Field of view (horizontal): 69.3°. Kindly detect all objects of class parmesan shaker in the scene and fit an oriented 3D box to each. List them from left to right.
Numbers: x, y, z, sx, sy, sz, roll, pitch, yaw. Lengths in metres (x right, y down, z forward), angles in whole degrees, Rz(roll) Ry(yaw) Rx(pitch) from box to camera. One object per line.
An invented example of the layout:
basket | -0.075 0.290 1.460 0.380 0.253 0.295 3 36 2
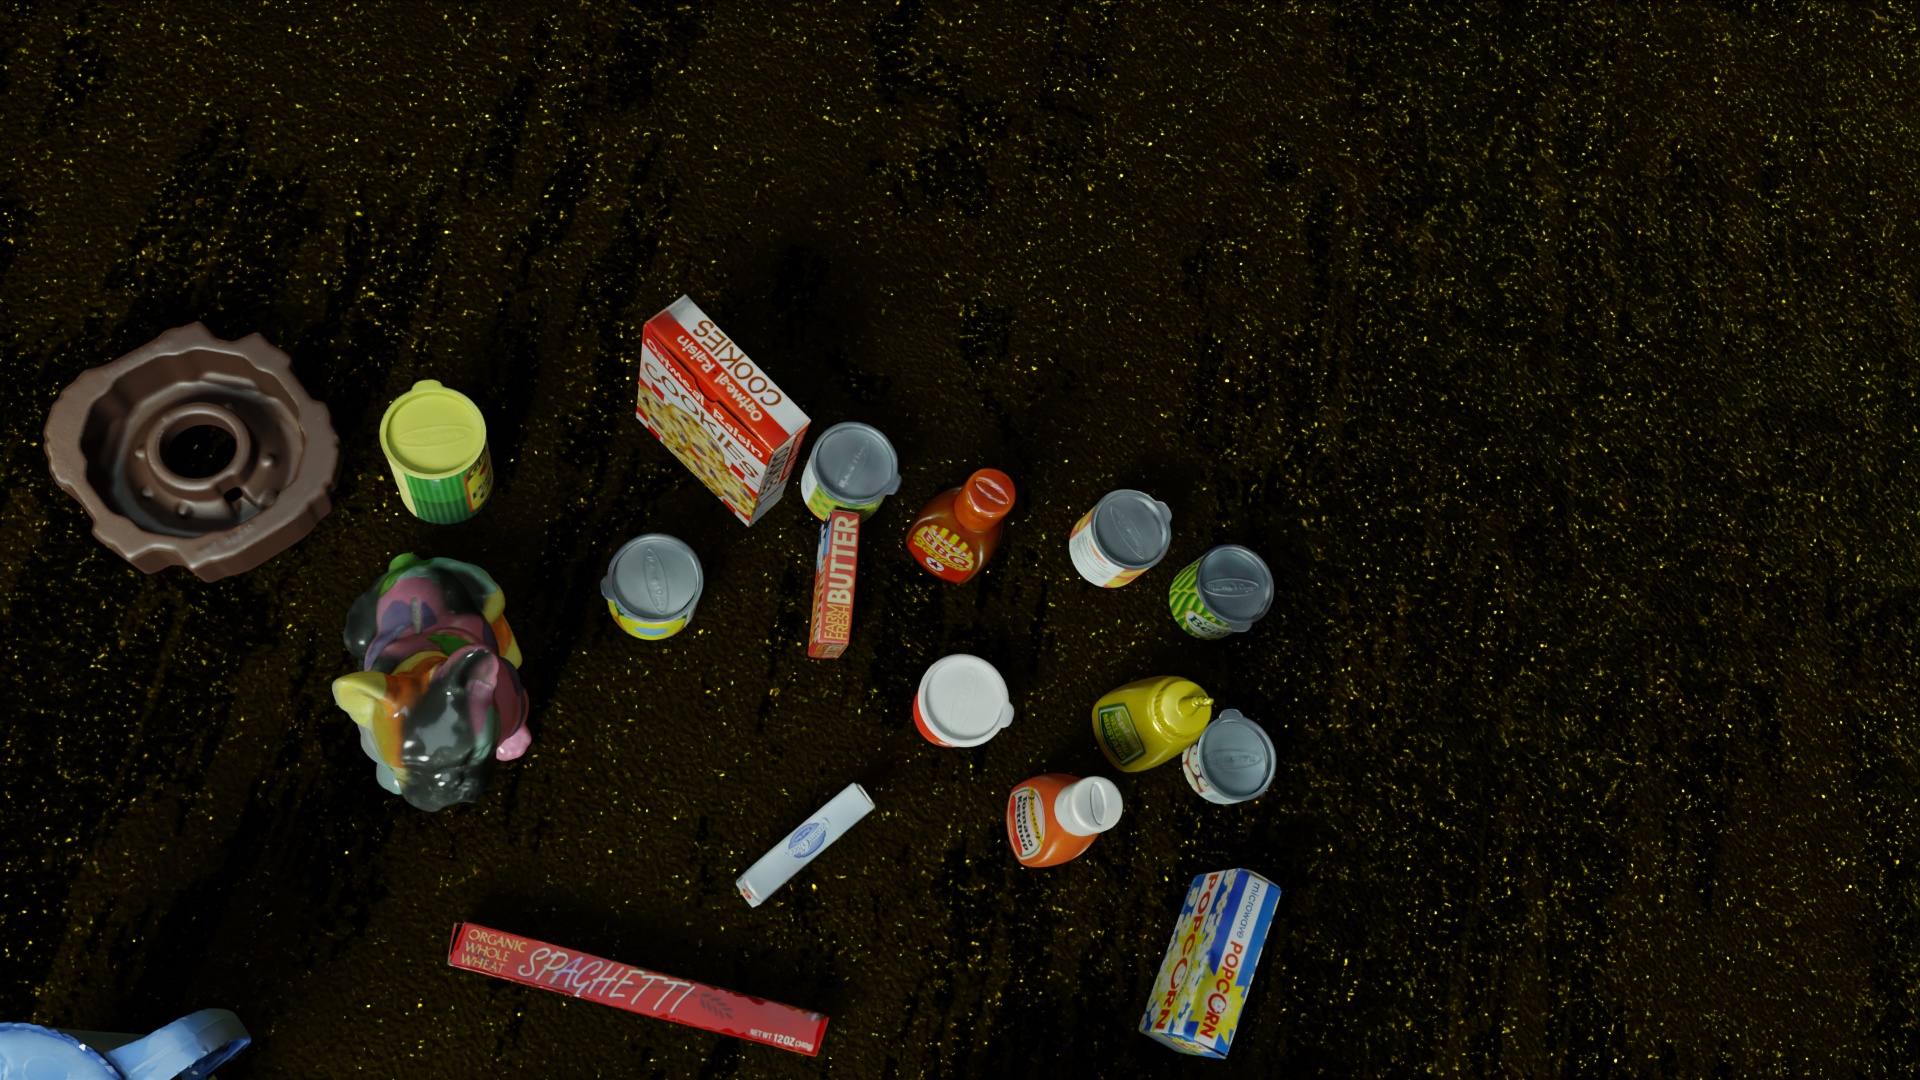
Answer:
parmesan shaker | -0.363 -0.060 0.969 0.071 0.102 0.071 4 72 -14

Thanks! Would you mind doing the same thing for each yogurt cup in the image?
yogurt cup | -0.003 0.123 1.033 0.072 0.053 0.072 4 72 -14

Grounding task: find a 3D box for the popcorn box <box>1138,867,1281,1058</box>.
popcorn box | 0.181 0.304 1.006 0.038 0.085 0.127 28 68 -5

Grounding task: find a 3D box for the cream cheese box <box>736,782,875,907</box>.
cream cheese box | -0.110 0.213 0.975 0.104 0.053 0.024 -38 85 -22

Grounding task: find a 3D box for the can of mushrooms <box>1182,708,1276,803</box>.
can of mushrooms | 0.209 0.169 1.085 0.071 0.033 0.071 4 72 -14

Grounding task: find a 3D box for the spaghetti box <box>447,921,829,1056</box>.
spaghetti box | -0.213 0.298 0.922 0.250 0.050 0.029 17 69 -9

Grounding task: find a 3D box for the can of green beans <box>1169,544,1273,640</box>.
can of green beans | 0.208 0.042 1.113 0.071 0.057 0.071 4 72 -14

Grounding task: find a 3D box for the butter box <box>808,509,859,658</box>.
butter box | -0.094 0.034 1.038 0.024 0.053 0.104 8 71 -12

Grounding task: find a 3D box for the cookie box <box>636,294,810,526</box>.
cookie box | -0.174 -0.087 0.994 0.123 0.167 0.040 45 68 2

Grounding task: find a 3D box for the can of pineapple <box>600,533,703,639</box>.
can of pineapple | -0.222 0.034 1.001 0.071 0.057 0.071 4 72 -14

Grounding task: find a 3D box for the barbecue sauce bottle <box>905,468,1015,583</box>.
barbecue sauce bottle | 0.004 -0.013 1.027 0.065 0.148 0.044 36 68 -2

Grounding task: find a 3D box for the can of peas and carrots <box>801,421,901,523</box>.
can of peas and carrots | -0.084 -0.049 1.064 0.071 0.058 0.071 4 72 -14

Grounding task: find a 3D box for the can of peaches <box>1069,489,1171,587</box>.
can of peaches | 0.128 -0.001 1.106 0.071 0.058 0.071 4 72 -14

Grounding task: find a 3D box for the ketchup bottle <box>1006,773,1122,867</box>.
ketchup bottle | 0.073 0.193 0.979 0.043 0.148 0.065 -2 74 -15

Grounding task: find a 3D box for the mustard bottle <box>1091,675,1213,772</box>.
mustard bottle | 0.144 0.129 1.013 0.049 0.159 0.065 -20 79 -20
